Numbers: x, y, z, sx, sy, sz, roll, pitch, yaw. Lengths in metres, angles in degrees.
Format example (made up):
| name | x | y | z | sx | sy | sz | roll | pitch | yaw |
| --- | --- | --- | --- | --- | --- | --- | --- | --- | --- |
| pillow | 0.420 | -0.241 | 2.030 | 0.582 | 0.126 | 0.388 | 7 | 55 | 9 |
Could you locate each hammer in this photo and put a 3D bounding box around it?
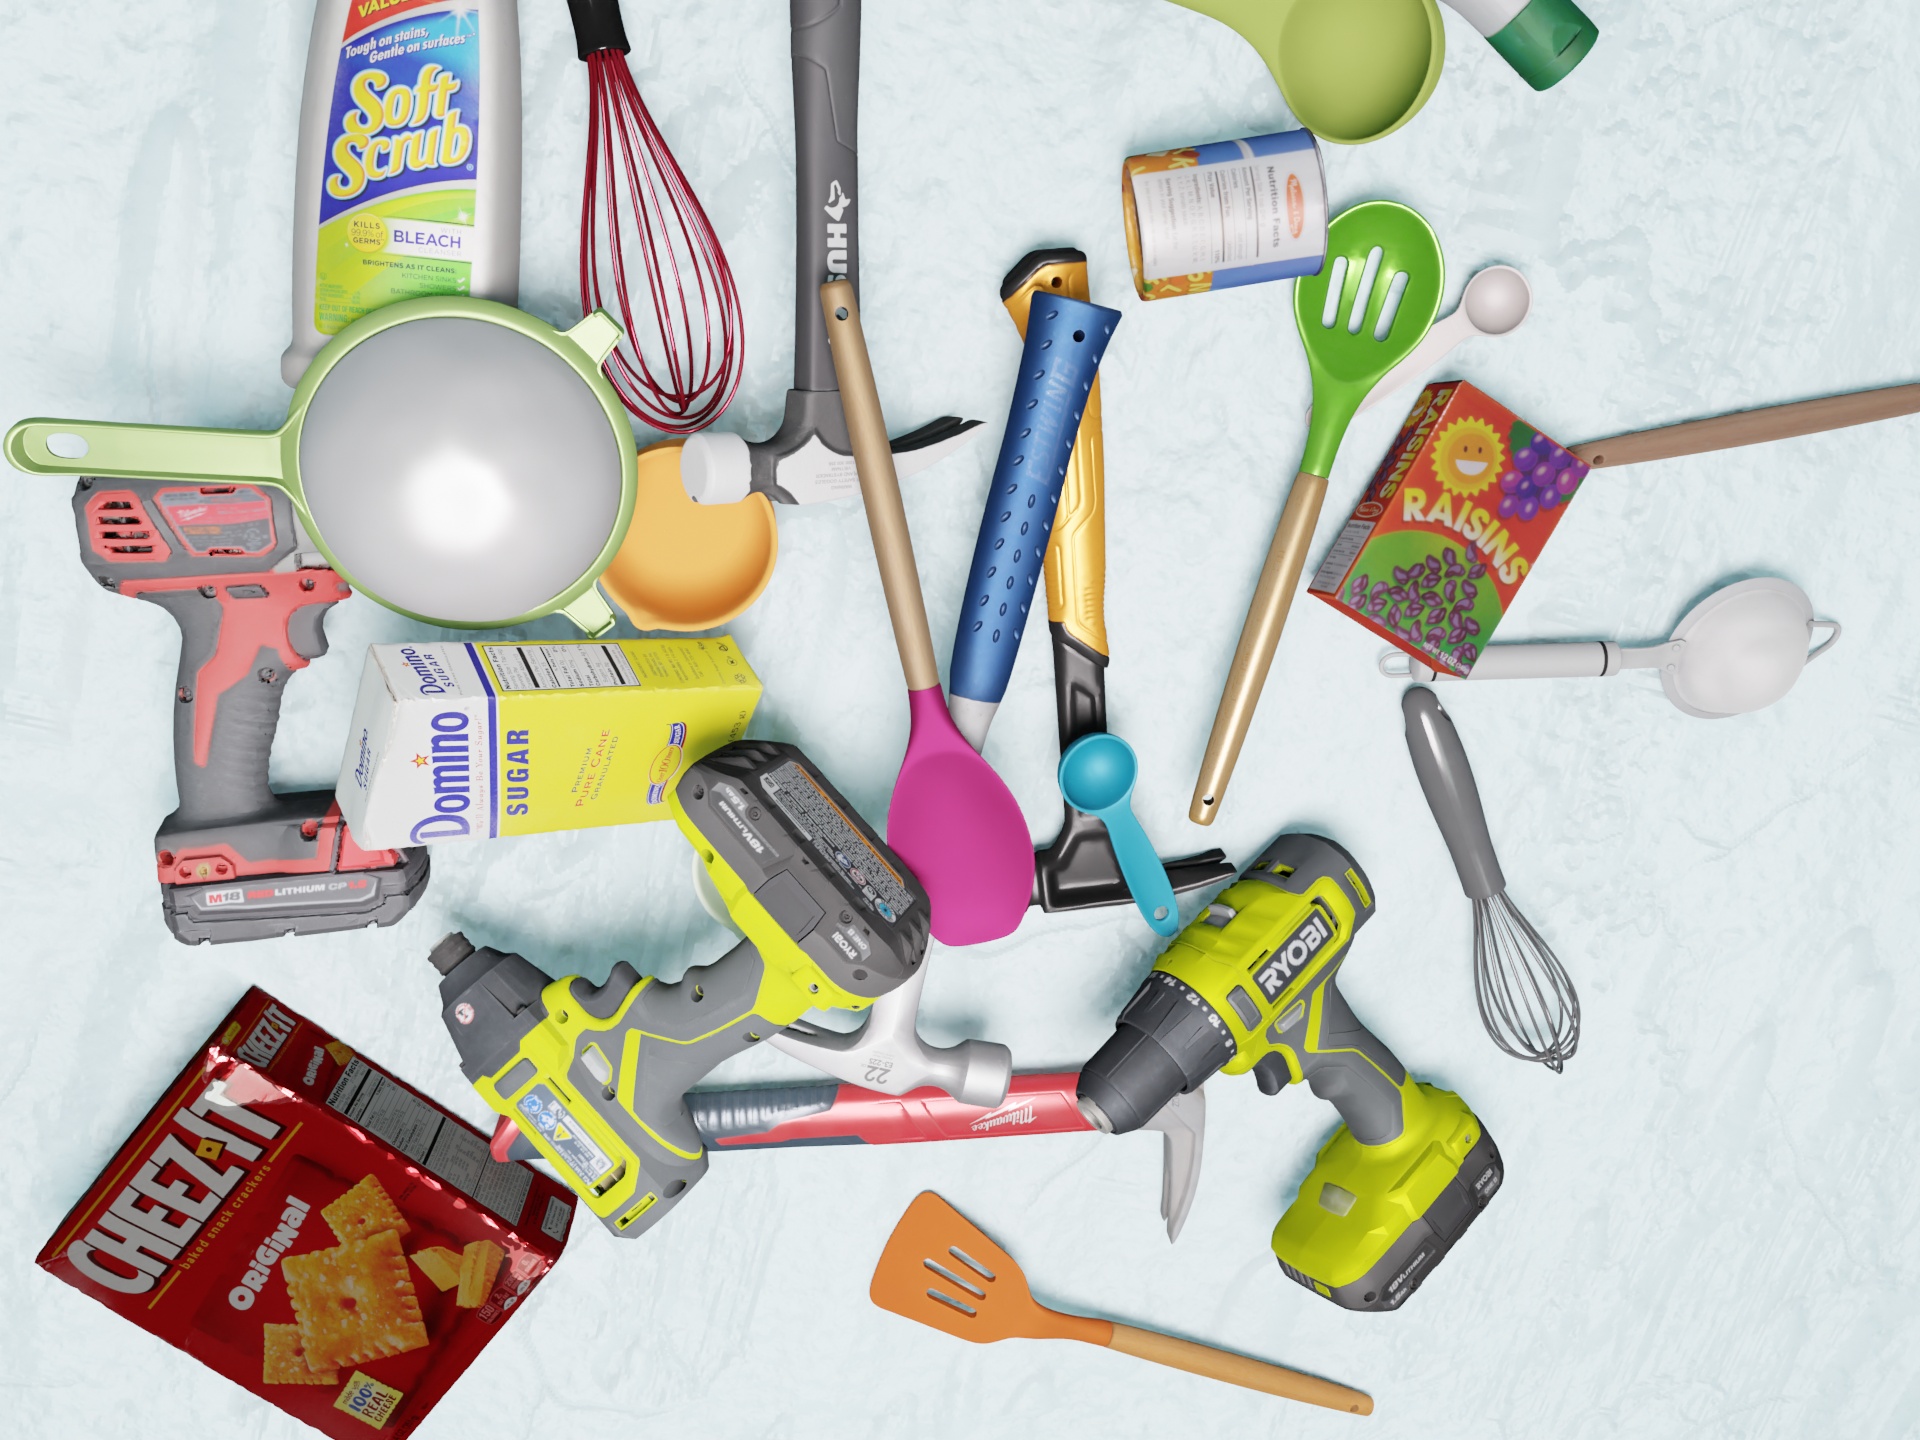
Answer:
| name | x | y | z | sx | sy | sz | roll | pitch | yaw |
| --- | --- | --- | --- | --- | --- | --- | --- | --- | --- |
| hammer | -0.058 | 0.230 | 0.876 | 0.386 | 0.038 | 0.143 | -2 | 109 | -5 |
| hammer | 0.066 | -0.064 | 0.799 | 0.127 | 0.034 | 0.336 | -7 | 108 | -3 |
| hammer | -0.001 | -0.002 | 0.772 | 0.144 | 0.035 | 0.405 | 12 | 105 | -9 |
| hammer | -0.054 | -0.264 | 0.693 | 0.146 | 0.035 | 0.334 | -10 | 109 | -33 |

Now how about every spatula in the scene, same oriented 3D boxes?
| name | x | y | z | sx | sy | sz | roll | pitch | yaw |
| --- | --- | --- | --- | --- | --- | --- | --- | --- | --- |
| spatula | 0.106 | 0.363 | 0.943 | 0.322 | 0.041 | 0.081 | 21 | 104 | -16 |

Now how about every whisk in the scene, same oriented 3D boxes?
| name | x | y | z | sx | sy | sz | roll | pitch | yaw |
| --- | --- | --- | --- | --- | --- | --- | --- | --- | --- |
| whisk | 0.286 | 0.089 | 0.865 | 0.055 | 0.055 | 0.239 | -23 | 103 | 2 |
| whisk | -0.153 | -0.274 | 0.703 | 0.073 | 0.073 | 0.295 | -12 | 102 | -2 |

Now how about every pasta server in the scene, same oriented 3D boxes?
| name | x | y | z | sx | sy | sz | roll | pitch | yaw |
| --- | --- | --- | --- | --- | --- | --- | --- | --- | --- |
| pasta server | 0.466 | -0.157 | 0.809 | 0.316 | 0.040 | 0.060 | -10 | 119 | -1 |

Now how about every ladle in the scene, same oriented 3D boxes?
| name | x | y | z | sx | sy | sz | roll | pitch | yaw |
| --- | --- | --- | --- | --- | --- | --- | --- | --- | --- |
| ladle | 0.062 | -0.335 | 0.705 | 0.320 | 0.062 | 0.078 | 15 | 124 | -7 |

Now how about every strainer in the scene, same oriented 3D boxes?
| name | x | y | z | sx | sy | sz | roll | pitch | yaw |
| --- | --- | --- | --- | --- | --- | --- | --- | --- | --- |
| strainer | -0.265 | -0.101 | 0.665 | 0.256 | 0.069 | 0.151 | 2 | 114 | -13 |
| strainer | 0.348 | -0.030 | 0.837 | 0.258 | 0.050 | 0.086 | -2 | 122 | -2 |

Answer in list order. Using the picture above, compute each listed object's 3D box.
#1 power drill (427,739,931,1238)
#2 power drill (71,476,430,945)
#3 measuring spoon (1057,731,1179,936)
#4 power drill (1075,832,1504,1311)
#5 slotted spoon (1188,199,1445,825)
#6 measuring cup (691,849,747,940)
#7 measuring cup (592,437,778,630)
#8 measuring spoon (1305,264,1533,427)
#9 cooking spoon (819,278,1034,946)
| name | x | y | z | sx | sy | sz | roll | pitch | yaw |
| --- | --- | --- | --- | --- | --- | --- | --- | --- | --- |
| power drill | -0.139 | 0.119 | 0.750 | 0.223 | 0.080 | 0.171 | -42 | 89 | 17 |
| power drill | -0.302 | -0.018 | 0.756 | 0.188 | 0.080 | 0.226 | -5 | 104 | -11 |
| measuring spoon | 0.083 | 0.059 | 0.815 | 0.042 | 0.021 | 0.128 | -29 | 116 | -7 |
| power drill | 0.175 | 0.200 | 0.843 | 0.190 | 0.080 | 0.228 | -42 | 110 | -19 |
| slotted spoon | 0.164 | -0.097 | 0.785 | 0.070 | 0.031 | 0.313 | 17 | 99 | 3 |
| measuring cup | -0.057 | 0.083 | 0.832 | 0.167 | 0.038 | 0.083 | 16 | 104 | -13 |
| measuring cup | -0.168 | -0.109 | 0.752 | 0.173 | 0.052 | 0.095 | 26 | 104 | -12 |
| measuring spoon | 0.225 | -0.183 | 0.792 | 0.124 | 0.018 | 0.034 | -32 | 102 | 12 |
| cooking spoon | -0.022 | -0.040 | 0.730 | 0.069 | 0.017 | 0.318 | -11 | 108 | 2 |
